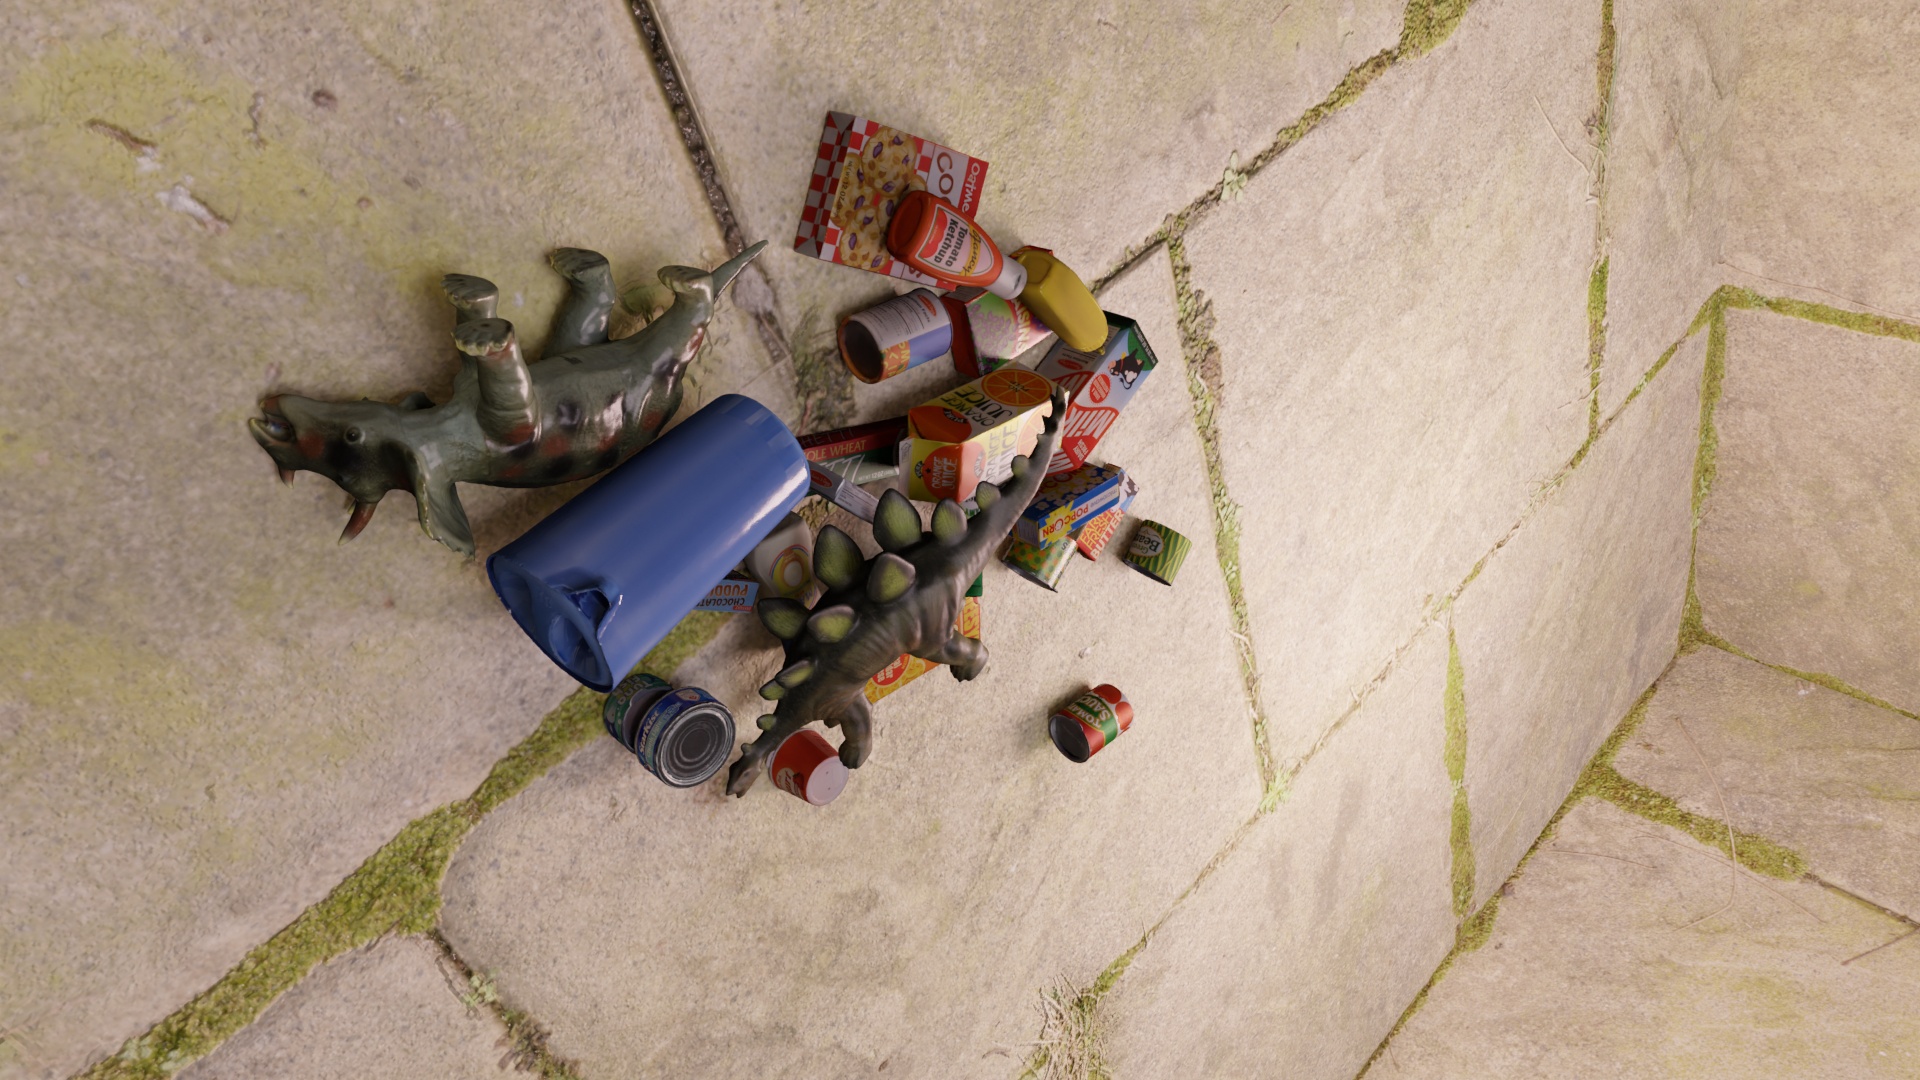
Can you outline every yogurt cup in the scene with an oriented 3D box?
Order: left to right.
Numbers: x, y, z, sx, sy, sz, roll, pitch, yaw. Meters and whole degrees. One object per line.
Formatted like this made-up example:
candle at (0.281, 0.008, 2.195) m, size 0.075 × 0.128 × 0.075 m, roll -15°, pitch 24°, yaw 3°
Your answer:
yogurt cup at (-0.148, 0.227, 1.377) m, size 0.073 × 0.054 × 0.072 m, roll -23°, pitch 124°, yaw -38°

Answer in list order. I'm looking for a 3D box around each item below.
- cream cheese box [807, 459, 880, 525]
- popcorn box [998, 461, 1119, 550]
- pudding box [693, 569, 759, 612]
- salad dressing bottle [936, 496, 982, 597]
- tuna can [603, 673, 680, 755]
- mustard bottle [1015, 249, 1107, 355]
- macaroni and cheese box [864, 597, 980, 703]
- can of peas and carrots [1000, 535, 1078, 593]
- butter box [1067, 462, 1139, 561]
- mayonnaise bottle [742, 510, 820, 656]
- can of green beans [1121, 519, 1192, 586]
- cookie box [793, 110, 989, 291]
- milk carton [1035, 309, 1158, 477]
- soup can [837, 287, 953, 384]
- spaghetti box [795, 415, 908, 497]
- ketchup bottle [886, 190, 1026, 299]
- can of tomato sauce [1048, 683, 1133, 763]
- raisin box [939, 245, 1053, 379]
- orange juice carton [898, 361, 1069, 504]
cream cheese box at (-0.096, -0.037, 1.258) m, size 0.103 × 0.053 × 0.024 m, roll 32°, pitch 88°, yaw -52°
popcorn box at (0.096, -0.044, 1.473) m, size 0.127 × 0.085 × 0.038 m, roll -29°, pitch 129°, yaw -34°
pudding box at (-0.224, 0.041, 1.212) m, size 0.084 × 0.050 × 0.030 m, roll 8°, pitch 102°, yaw -47°
salad dressing bottle at (0.005, -0.017, 1.386) m, size 0.064 × 0.044 × 0.147 m, roll 4°, pitch 85°, yaw -35°
tuna can at (-0.279, 0.151, 1.221) m, size 0.071 × 0.033 × 0.070 m, roll -22°, pitch 123°, yaw -38°
mustard bottle at (0.106, -0.224, 1.355) m, size 0.049 × 0.065 × 0.160 m, roll -57°, pitch 143°, yaw -2°
macaroni and cheese box at (-0.053, 0.080, 1.414) m, size 0.167 × 0.040 × 0.123 m, roll -27°, pitch 127°, yaw -34°
can of peas and carrots at (0.088, 0.015, 1.504) m, size 0.071 × 0.071 × 0.059 m, roll 37°, pitch 81°, yaw -48°
butter box at (0.161, -0.032, 1.591) m, size 0.103 × 0.024 × 0.053 m, roll -58°, pitch 138°, yaw -8°
mayonnaise bottle at (-0.160, 0.046, 1.287) m, size 0.065 × 0.041 × 0.147 m, roll -33°, pitch 130°, yaw -30°
can of green beans at (0.235, 0.014, 1.658) m, size 0.071 × 0.071 × 0.058 m, roll 32°, pitch 84°, yaw -48°
cookie box at (-0.057, -0.296, 1.228) m, size 0.168 × 0.040 × 0.122 m, roll 4°, pitch 106°, yaw -47°
milk carton at (0.116, -0.147, 1.453) m, size 0.191 × 0.073 × 0.072 m, roll -52°, pitch 137°, yaw -14°
soup can at (-0.060, -0.184, 1.262) m, size 0.084 × 0.071 × 0.071 m, roll -28°, pitch 127°, yaw -33°
spaghetti box at (-0.123, -0.072, 1.277) m, size 0.251 × 0.029 × 0.050 m, roll -16°, pitch 121°, yaw -40°
ketchup bottle at (0.001, -0.257, 1.242) m, size 0.149 × 0.043 × 0.064 m, roll 18°, pitch 97°, yaw -48°
can of tomato sauce at (0.159, 0.218, 1.677) m, size 0.083 × 0.071 × 0.070 m, roll -30°, pitch 128°, yaw -34°
raisin box at (0.043, -0.226, 1.366) m, size 0.124 × 0.040 × 0.085 m, roll -36°, pitch 130°, yaw -30°
orange juice carton at (0.011, -0.097, 1.319) m, size 0.193 × 0.073 × 0.071 m, roll -29°, pitch 139°, yaw -37°
